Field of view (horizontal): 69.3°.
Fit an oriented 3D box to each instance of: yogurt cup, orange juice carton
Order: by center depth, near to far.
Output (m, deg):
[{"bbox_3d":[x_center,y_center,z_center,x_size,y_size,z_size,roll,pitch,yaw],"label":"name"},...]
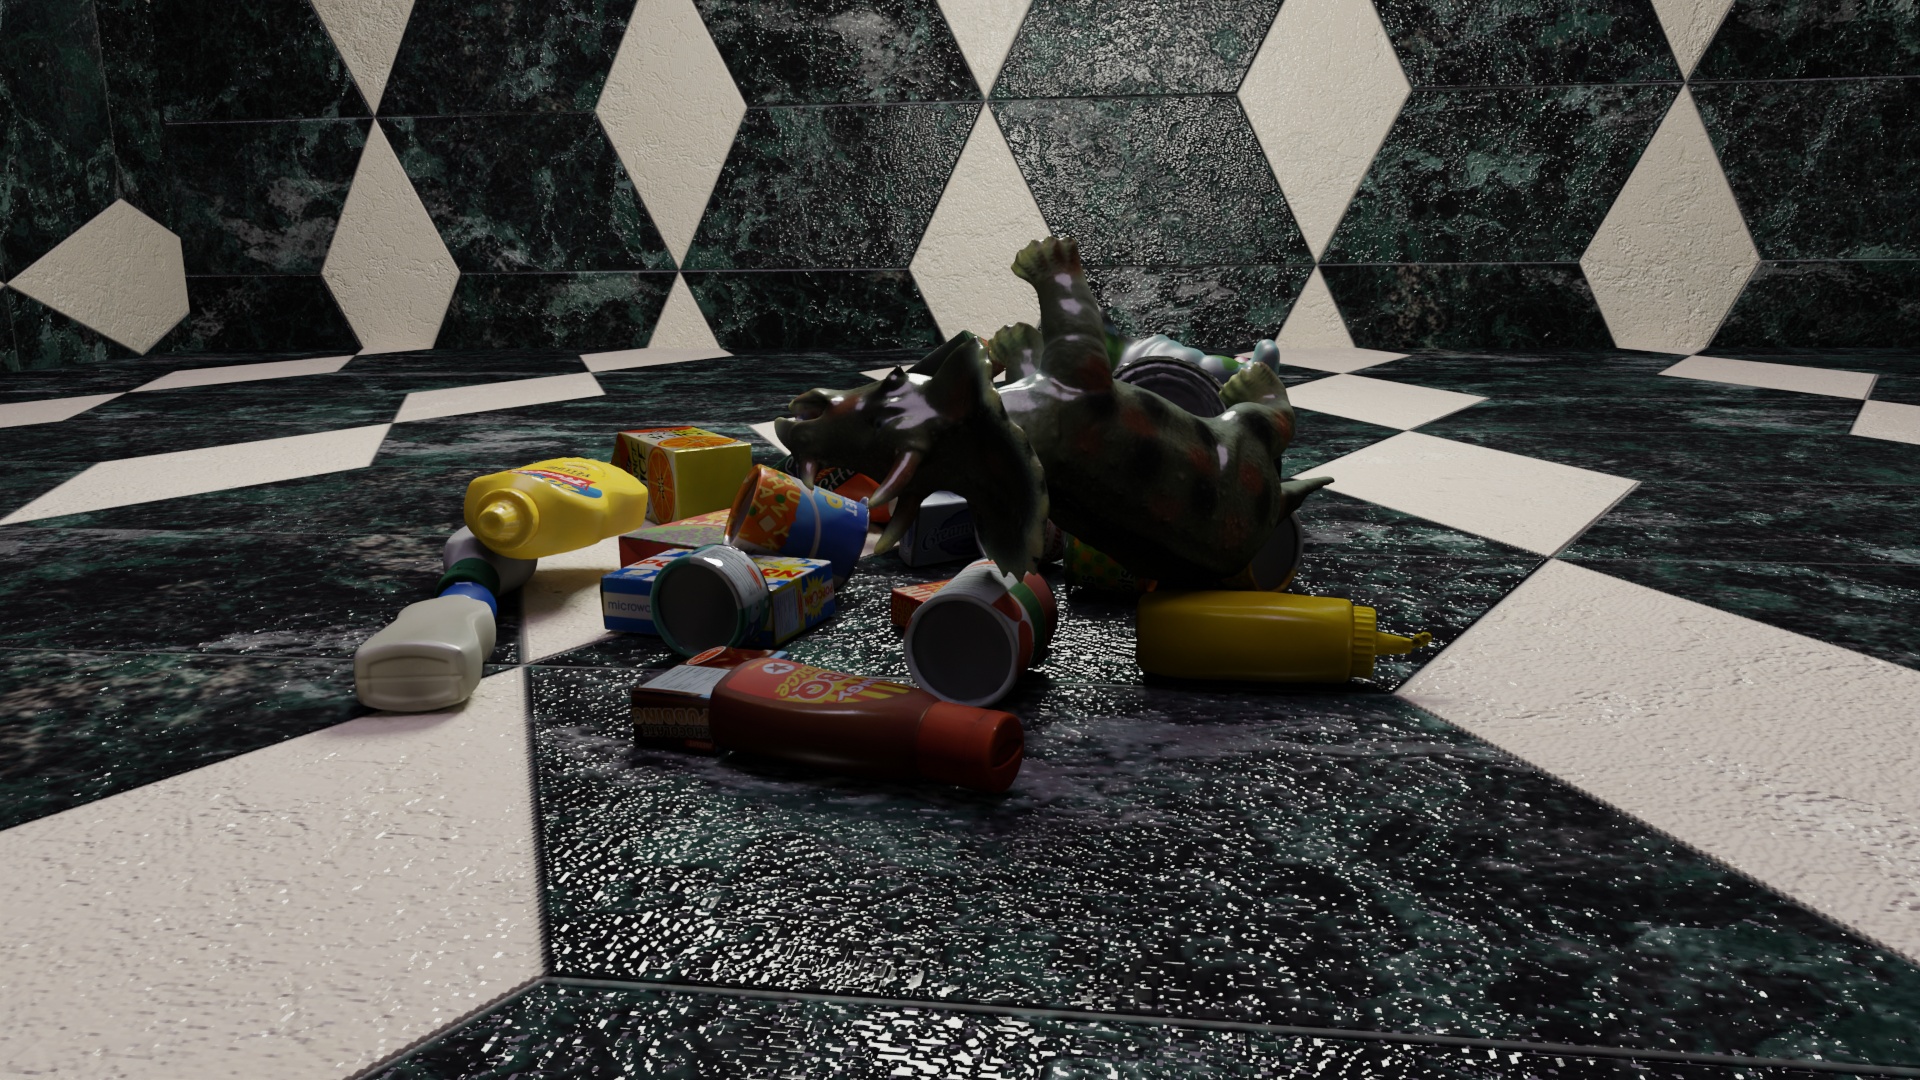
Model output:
[{"bbox_3d":[0.052,-0.011,1.042,0.054,0.072,0.072,-1,10,-41],"label":"yogurt cup"},{"bbox_3d":[-0.256,-0.061,1.255,0.072,0.073,0.193,-8,14,-30],"label":"orange juice carton"}]

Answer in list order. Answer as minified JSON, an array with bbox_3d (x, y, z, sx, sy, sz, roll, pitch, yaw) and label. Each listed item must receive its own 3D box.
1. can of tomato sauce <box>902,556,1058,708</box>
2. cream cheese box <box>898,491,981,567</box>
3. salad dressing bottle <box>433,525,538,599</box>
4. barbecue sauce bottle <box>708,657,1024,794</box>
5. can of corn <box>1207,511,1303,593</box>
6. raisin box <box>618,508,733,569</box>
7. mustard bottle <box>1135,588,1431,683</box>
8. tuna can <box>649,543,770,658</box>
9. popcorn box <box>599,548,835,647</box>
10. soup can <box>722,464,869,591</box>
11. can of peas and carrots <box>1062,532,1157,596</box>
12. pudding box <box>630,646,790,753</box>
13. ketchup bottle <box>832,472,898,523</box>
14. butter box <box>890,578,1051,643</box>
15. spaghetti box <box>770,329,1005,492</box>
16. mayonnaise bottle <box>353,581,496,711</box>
[{"bbox_3d":[0.013,0.052,0.767,0.071,0.071,0.083,3,13,17],"label":"can of tomato sauce"},{"bbox_3d":[0.004,-0.013,1.068,0.104,0.053,0.024,-9,30,-31],"label":"cream cheese box"},{"bbox_3d":[-0.334,0.021,0.971,0.064,0.044,0.148,5,13,-10],"label":"salad dressing bottle"},{"bbox_3d":[-0.043,0.088,0.654,0.148,0.043,0.065,7,14,29],"label":"barbecue sauce bottle"},{"bbox_3d":[0.194,0.004,0.962,0.071,0.071,0.058,-12,17,-41],"label":"can of corn"},{"bbox_3d":[-0.179,0.006,1.032,0.086,0.040,0.124,6,14,32],"label":"raisin box"},{"bbox_3d":[0.179,0.055,0.775,0.160,0.048,0.065,3,9,13],"label":"mustard bottle"},{"bbox_3d":[-0.152,0.039,0.834,0.071,0.071,0.033,4,14,21],"label":"tuna can"},{"bbox_3d":[-0.157,0.035,0.903,0.127,0.038,0.085,4,12,20],"label":"popcorn box"},{"bbox_3d":[-0.114,-0.011,0.969,0.084,0.071,0.071,22,5,-20],"label":"soup can"},{"bbox_3d":[0.107,0.005,0.961,0.059,0.070,0.071,8,15,19],"label":"can of peas and carrots"},{"bbox_3d":[-0.127,0.081,0.721,0.049,0.030,0.084,3,13,20],"label":"pudding box"},{"bbox_3d":[-0.075,-0.043,1.204,0.149,0.064,0.044,22,33,39],"label":"ketchup bottle"},{"bbox_3d":[0.005,0.048,0.870,0.053,0.024,0.103,-9,16,-35],"label":"butter box"},{"bbox_3d":[-0.075,-0.090,1.146,0.249,0.029,0.050,-33,-22,22],"label":"spaghetti box"},{"bbox_3d":[-0.302,0.058,0.810,0.065,0.041,0.148,-1,12,-7],"label":"mayonnaise bottle"}]
